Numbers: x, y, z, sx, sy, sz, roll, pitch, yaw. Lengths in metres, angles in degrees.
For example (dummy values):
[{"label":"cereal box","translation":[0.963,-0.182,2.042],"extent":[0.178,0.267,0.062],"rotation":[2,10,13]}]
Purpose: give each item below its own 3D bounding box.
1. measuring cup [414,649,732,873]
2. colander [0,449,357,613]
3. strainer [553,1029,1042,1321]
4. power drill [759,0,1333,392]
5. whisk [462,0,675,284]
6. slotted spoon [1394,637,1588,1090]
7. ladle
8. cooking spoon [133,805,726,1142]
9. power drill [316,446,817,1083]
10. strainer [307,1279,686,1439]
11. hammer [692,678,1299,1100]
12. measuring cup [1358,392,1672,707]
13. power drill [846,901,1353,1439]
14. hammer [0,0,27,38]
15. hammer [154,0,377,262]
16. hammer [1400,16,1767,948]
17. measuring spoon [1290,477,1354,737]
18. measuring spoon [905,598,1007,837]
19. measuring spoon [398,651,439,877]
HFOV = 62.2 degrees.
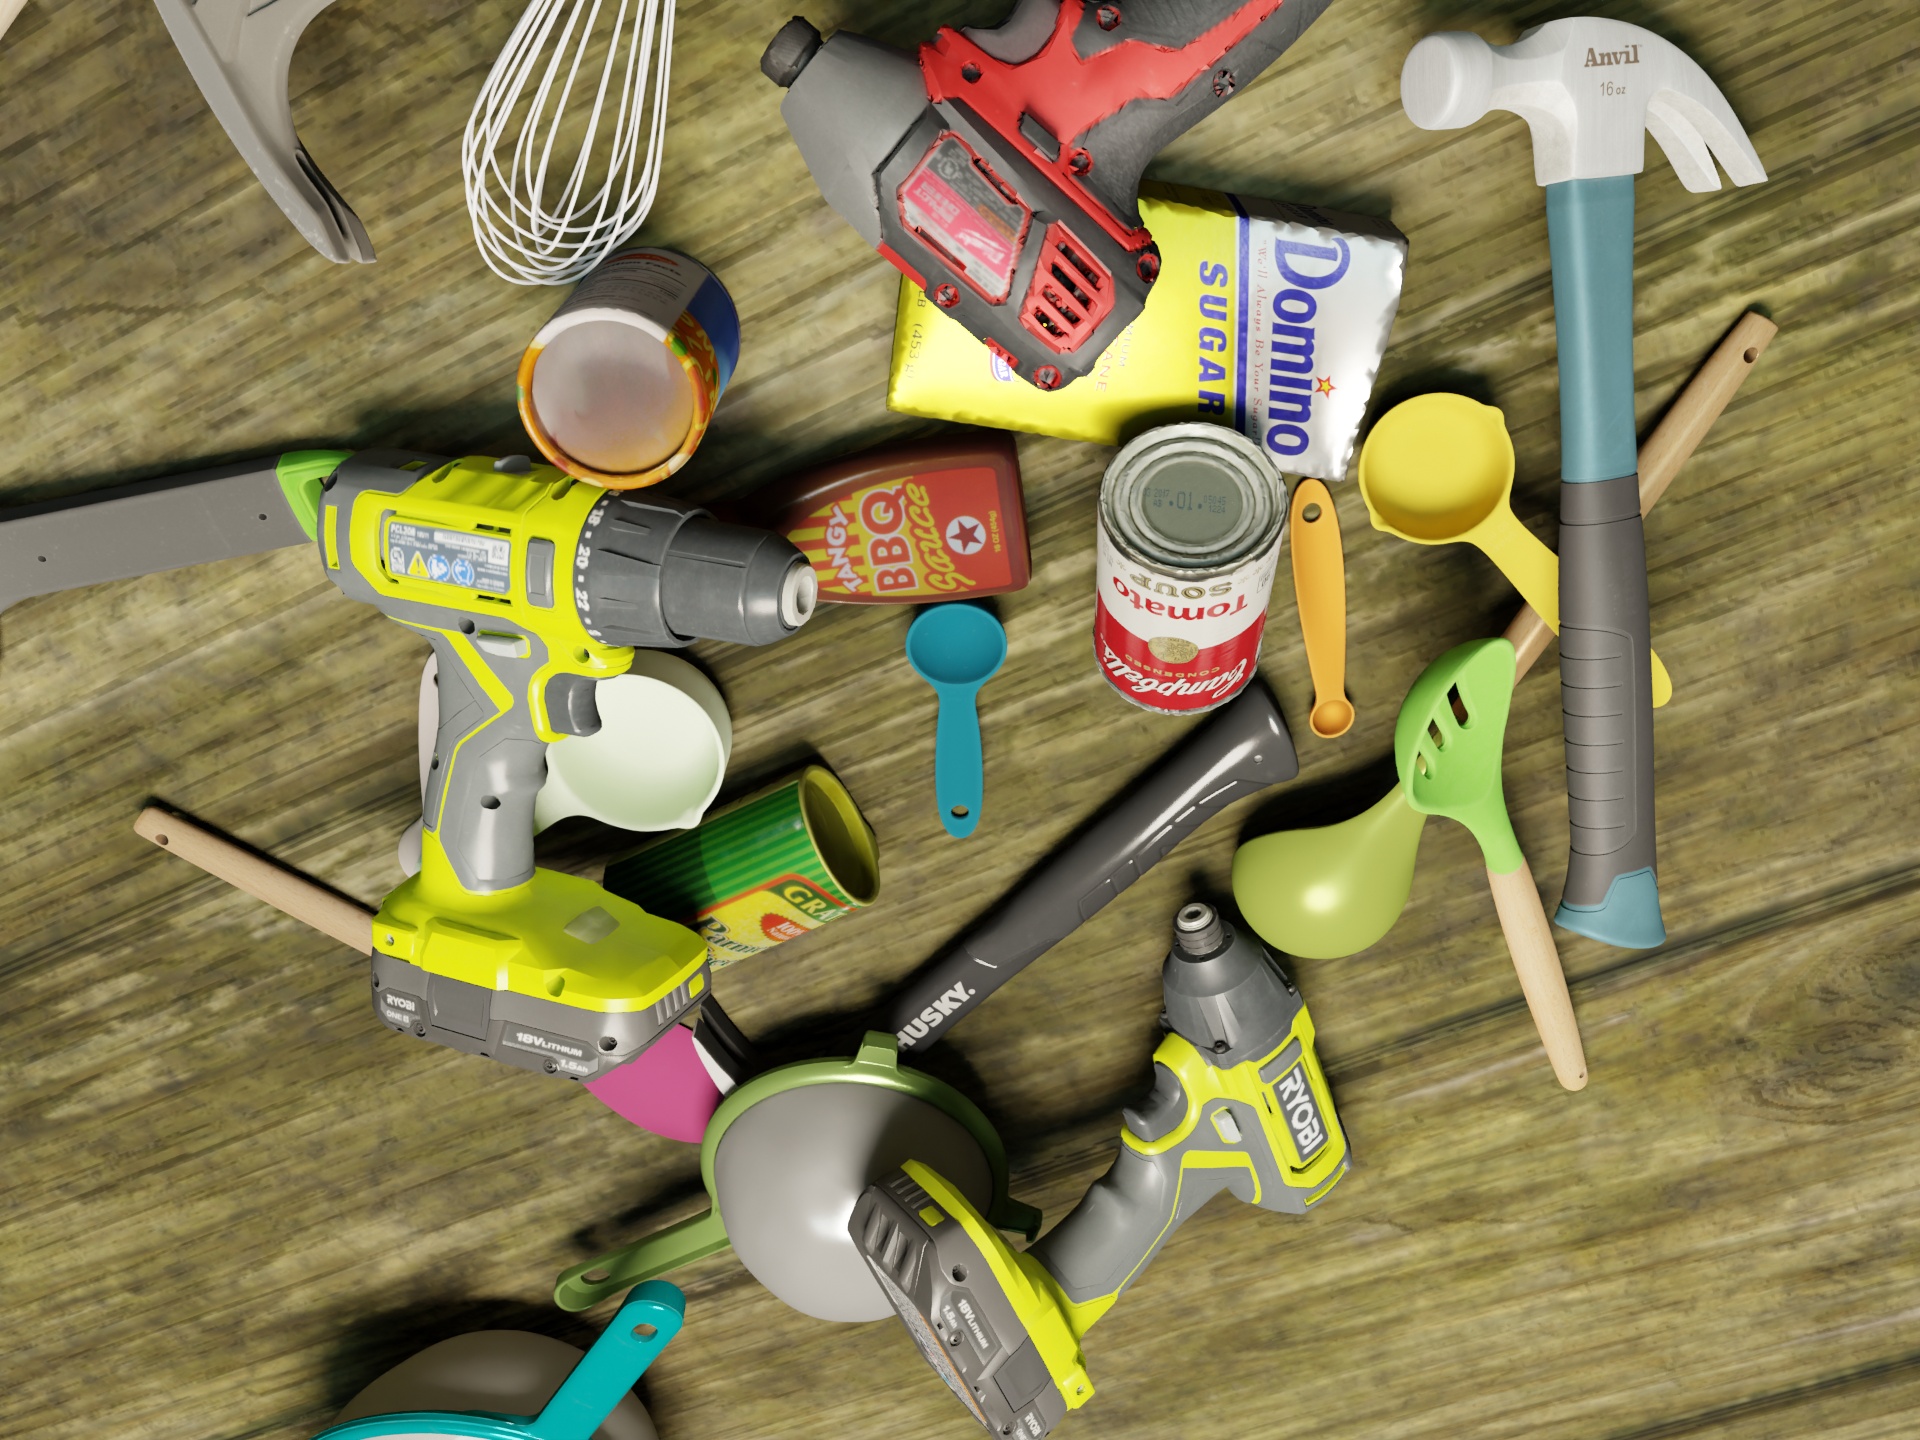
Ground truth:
[{"label":"measuring cup","translation":[-0.172,0.026,0.694],"extent":[0.167,0.038,0.083],"rotation":[-28,113,21]},{"label":"colander","translation":[-0.422,-0.036,0.616],"extent":[0.397,0.095,0.204],"rotation":[-11,131,2]},{"label":"strainer","translation":[-0.098,0.256,0.765],"extent":[0.256,0.069,0.151],"rotation":[-26,117,17]},{"label":"power drill","translation":[0.048,-0.228,0.493],"extent":[0.143,0.079,0.219],"rotation":[39,103,-11]},{"label":"whisk","translation":[-0.100,-0.274,0.513],"extent":[0.070,0.070,0.284],"rotation":[21,114,-10]},{"label":"slotted spoon","translation":[0.235,0.076,0.677],"extent":[0.070,0.031,0.313],"rotation":[-46,132,-15]},{"label":"ladle","translation":[0.219,-0.027,0.656],"extent":[0.078,0.062,0.320],"rotation":[25,110,-19]},{"label":"cooking spoon","translation":[-0.240,0.124,0.760],"extent":[0.318,0.017,0.068],"rotation":[32,115,-16]},{"label":"power drill","translation":[-0.151,0.015,0.613],"extent":[0.190,0.080,0.228],"rotation":[11,109,18]},{"label":"strainer","translation":[-0.218,0.356,0.837],"extent":[0.211,0.095,0.340],"rotation":[27,123,-15]},{"label":"hammer","translation":[0.020,0.097,0.729],"extent":[0.146,0.035,0.334],"rotation":[39,113,-19]},{"label":"measuring cup","translation":[0.217,-0.063,0.616],"extent":[0.156,0.029,0.062],"rotation":[44,106,-5]},{"label":"power drill","translation":[0.069,0.198,0.711],"extent":[0.223,0.080,0.171],"rotation":[-35,120,-20]},{"label":"hammer","translation":[-0.381,-0.205,0.570],"extent":[0.410,0.038,0.146],"rotation":[-39,113,21]},{"label":"hammer","translation":[-0.080,-0.279,0.464],"extent":[0.359,0.037,0.149],"rotation":[-24,103,13]},{"label":"hammer","translation":[0.227,-0.073,0.567],"extent":[0.128,0.033,0.331],"rotation":[-12,104,-19]},{"label":"measuring spoon","translation":[0.149,-0.046,0.660],"extent":[0.021,0.011,0.116],"rotation":[-12,115,-1]},{"label":"measuring spoon","translation":[-0.001,-0.002,0.688],"extent":[0.042,0.021,0.128],"rotation":[0,129,1]},{"label":"measuring spoon","translation":[-0.233,0.025,0.704],"extent":[0.034,0.018,0.124],"rotation":[10,118,-4]}]
